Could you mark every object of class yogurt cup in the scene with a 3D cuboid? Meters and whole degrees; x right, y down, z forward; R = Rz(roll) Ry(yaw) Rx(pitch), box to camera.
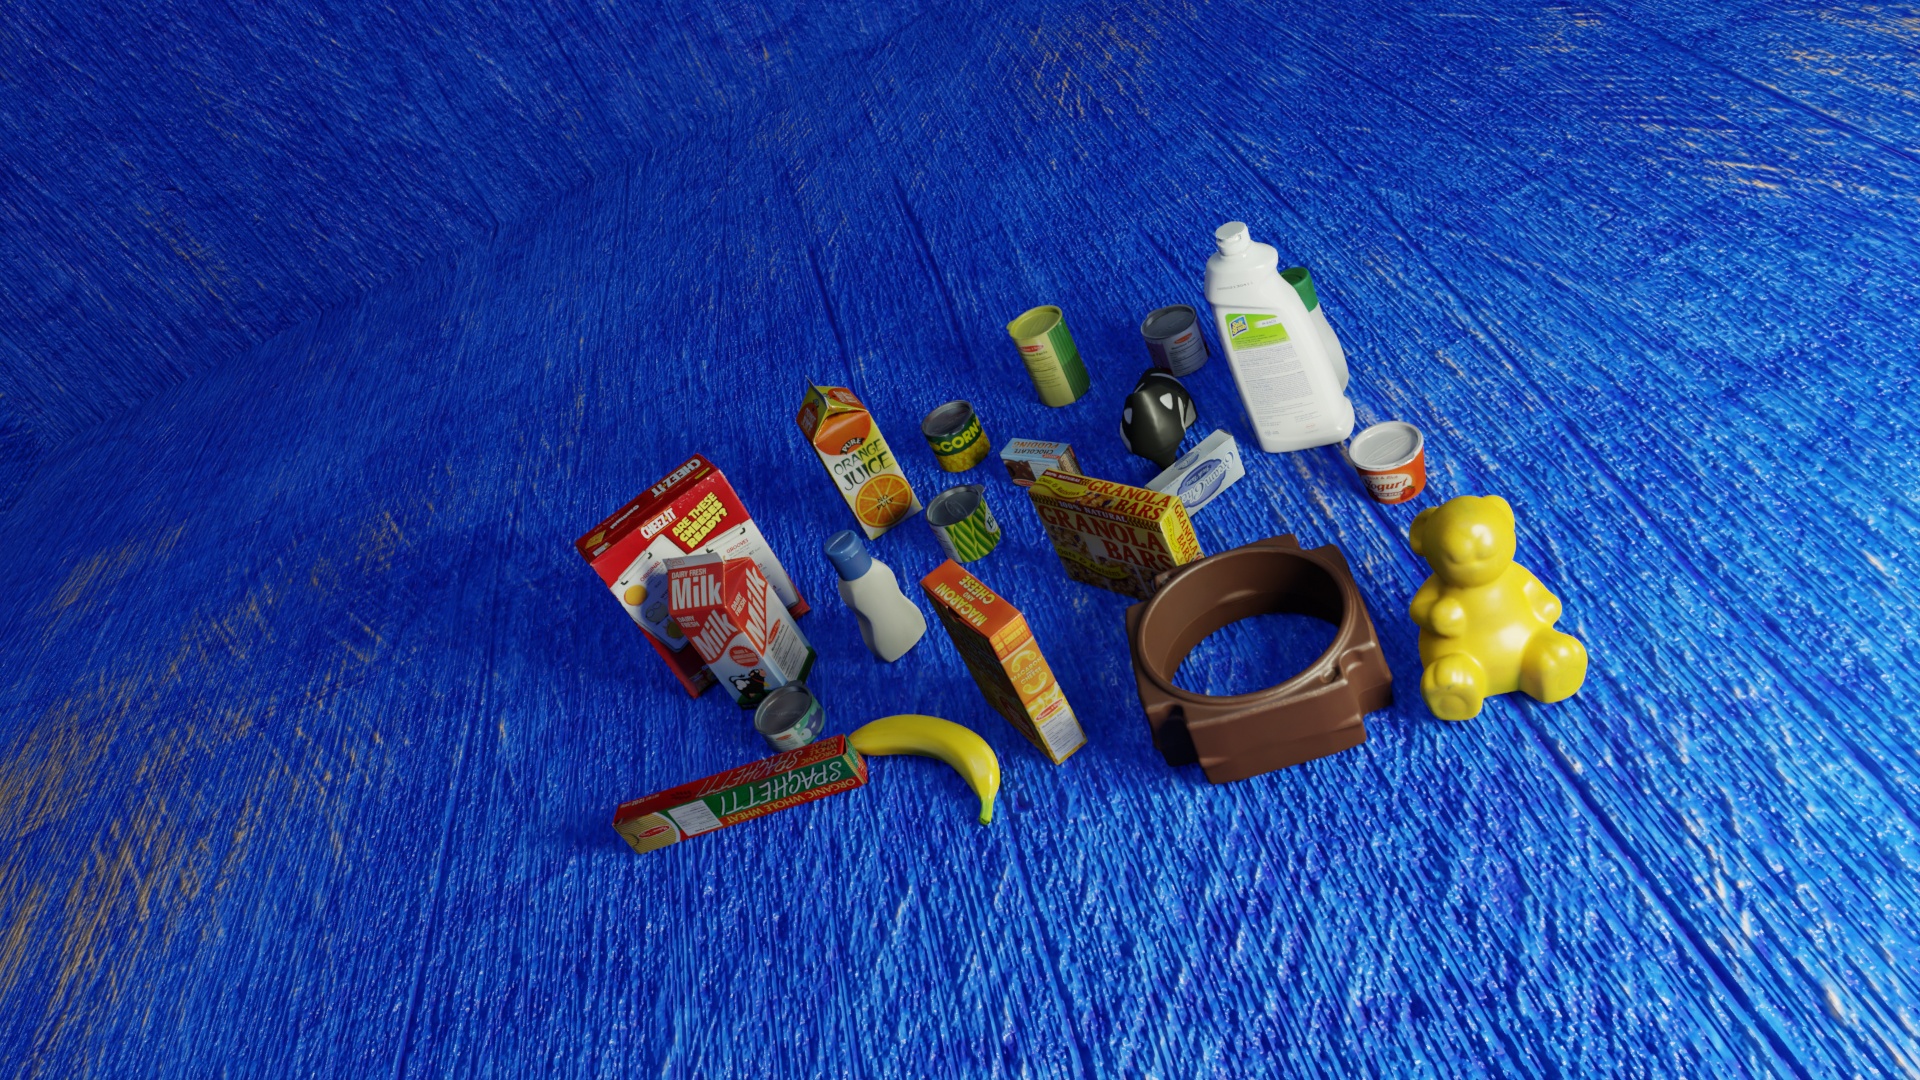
[{"bbox_3d":[0.405,-0.071,1.306,0.072,0.053,0.073,-18,37,14],"label":"yogurt cup"}]

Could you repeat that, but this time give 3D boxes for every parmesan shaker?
[{"bbox_3d":[0.104,-0.218,1.644,0.071,0.102,0.072,-18,37,14],"label":"parmesan shaker"}]

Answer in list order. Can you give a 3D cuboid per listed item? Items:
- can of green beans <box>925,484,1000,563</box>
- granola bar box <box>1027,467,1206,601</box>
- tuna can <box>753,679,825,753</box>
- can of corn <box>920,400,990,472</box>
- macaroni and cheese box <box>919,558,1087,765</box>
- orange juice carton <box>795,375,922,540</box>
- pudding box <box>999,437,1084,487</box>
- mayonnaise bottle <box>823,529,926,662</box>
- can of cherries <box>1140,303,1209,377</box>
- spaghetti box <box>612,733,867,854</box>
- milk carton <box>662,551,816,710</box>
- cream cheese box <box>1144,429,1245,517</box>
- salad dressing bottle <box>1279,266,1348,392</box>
[{"bbox_3d":[0.003,-0.018,1.502,0.071,0.057,0.071,-18,37,14],"label":"can of green beans"},{"bbox_3d":[0.154,-0.001,1.324,0.165,0.123,0.039,16,54,45],"label":"granola bar box"},{"bbox_3d":[-0.171,0.177,1.398,0.071,0.032,0.071,-18,37,14],"label":"tuna can"},{"bbox_3d":[-0.004,-0.121,1.635,0.071,0.058,0.071,-18,37,14],"label":"can of corn"},{"bbox_3d":[0.038,0.108,1.231,0.040,0.165,0.124,-37,36,-12],"label":"macaroni and cheese box"},{"bbox_3d":[-0.123,-0.101,1.573,0.073,0.192,0.072,-32,35,-5],"label":"orange juice carton"},{"bbox_3d":[0.089,-0.084,1.534,0.083,0.049,0.030,9,50,40],"label":"pudding box"},{"bbox_3d":[-0.089,0.053,1.398,0.065,0.147,0.041,-43,38,-20],"label":"mayonnaise bottle"},{"bbox_3d":[0.248,-0.232,1.605,0.071,0.058,0.072,-18,37,14],"label":"can of cherries"},{"bbox_3d":[-0.210,0.243,1.327,0.250,0.050,0.029,-19,36,13],"label":"spaghetti box"},{"bbox_3d":[-0.229,0.083,1.418,0.072,0.189,0.074,-8,40,26],"label":"milk carton"},{"bbox_3d":[0.237,-0.061,1.405,0.104,0.053,0.024,-37,36,-13],"label":"cream cheese box"},{"bbox_3d":[0.359,-0.212,1.430,0.044,0.147,0.064,-39,37,-15],"label":"salad dressing bottle"}]
